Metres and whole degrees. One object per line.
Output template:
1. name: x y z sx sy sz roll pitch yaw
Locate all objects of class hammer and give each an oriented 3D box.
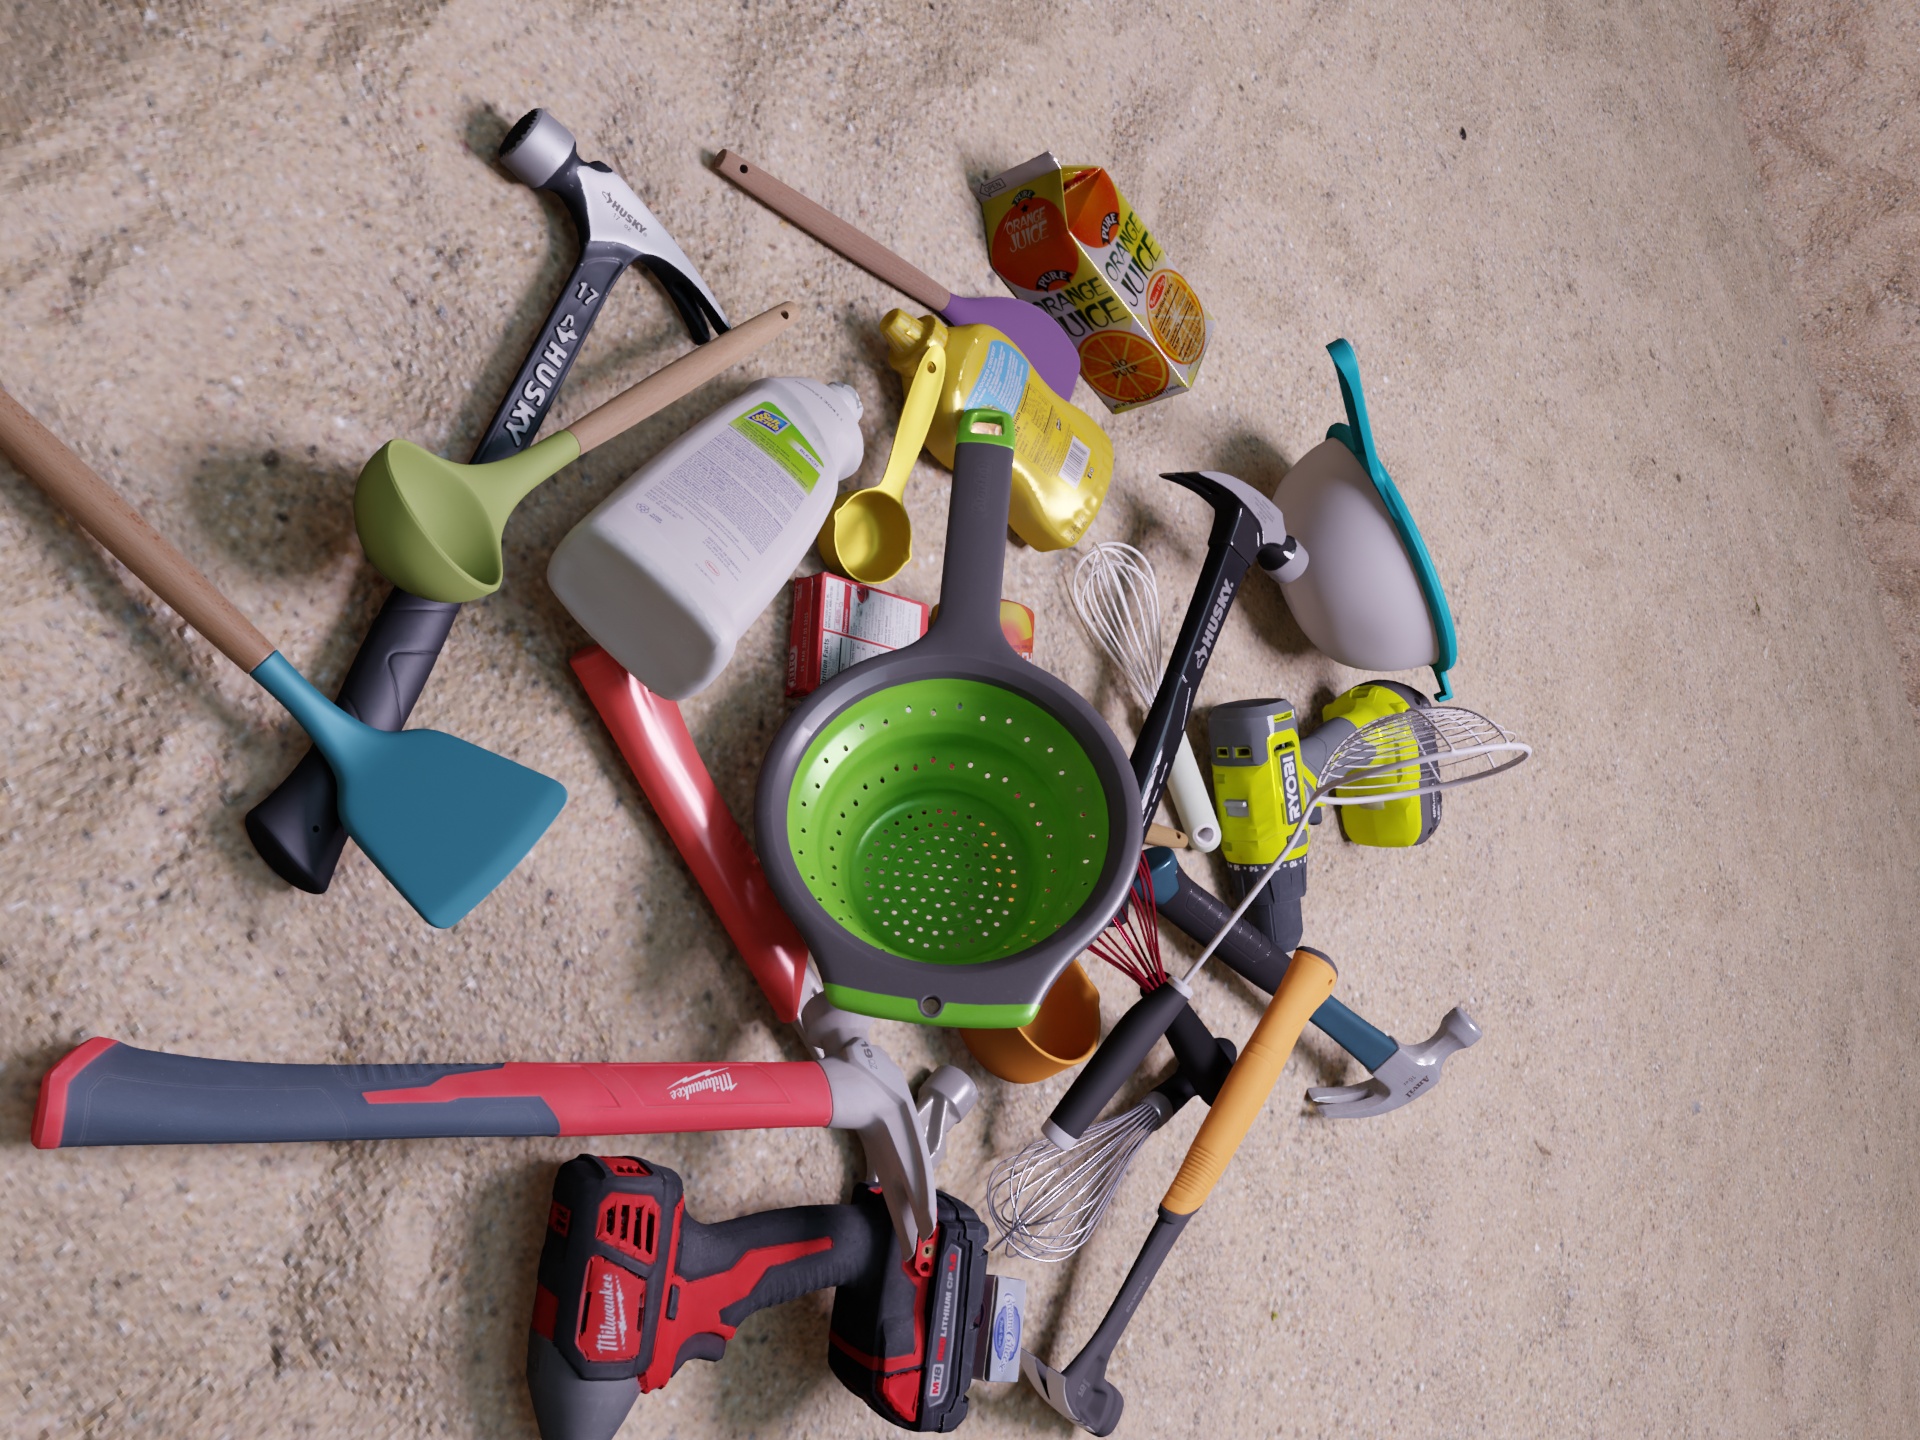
1. hammer: -0.113 0.119 0.857 0.149 0.037 0.359 -43 113 -41
2. hammer: 0.142 -0.015 1.079 0.146 0.035 0.335 37 68 -39
3. hammer: -0.188 0.181 0.703 0.386 0.038 0.143 8 41 -34
4. hammer: 0.238 0.189 1.162 0.330 0.128 0.033 38 13 -25
5. hammer: 0.149 0.284 1.010 0.337 0.034 0.127 -55 144 -20
6. hammer: -0.233 -0.105 0.778 0.149 0.036 0.409 38 58 -35

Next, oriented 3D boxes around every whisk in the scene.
1. whisk: 0.138 -0.014 1.129 0.058 0.059 0.246 -22 107 -1
2. whisk: 0.110 0.270 1.041 0.284 0.070 0.070 -22 99 -49
3. whisk: 0.117 0.155 1.008 0.295 0.073 0.073 58 48 -31

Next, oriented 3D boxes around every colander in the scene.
1. colander: -0.001 -0.003 0.909 0.204 0.094 0.397 6 60 -1

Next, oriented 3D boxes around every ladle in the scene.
1. ladle: 0.054 0.058 1.041 0.315 0.031 0.069 16 54 -45
2. ladle: -0.169 -0.152 0.788 0.078 0.062 0.320 58 45 -14

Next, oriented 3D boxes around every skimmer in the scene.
1. skimmer: 0.193 0.132 0.956 0.363 0.090 0.127 -51 163 -1

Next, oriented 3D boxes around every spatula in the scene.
1. spatula: -0.305 -0.046 0.657 0.317 0.044 0.082 47 63 -16
2. spatula: -0.029 -0.284 1.025 0.315 0.018 0.060 21 84 -41

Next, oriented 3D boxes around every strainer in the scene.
1. strainer: 0.276 -0.149 1.189 0.340 0.095 0.211 55 12 -54

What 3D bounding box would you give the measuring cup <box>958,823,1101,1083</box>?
1. measuring cup: 0.024 0.142 0.989 0.095 0.052 0.174 8 52 -46

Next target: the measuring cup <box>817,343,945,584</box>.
1. measuring cup: -0.044 -0.156 0.960 0.062 0.029 0.156 28 75 -38

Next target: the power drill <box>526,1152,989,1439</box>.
1. power drill: -0.102 0.293 0.784 0.219 0.078 0.143 12 81 -29

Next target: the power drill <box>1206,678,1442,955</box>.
1. power drill: 0.281 0.066 1.234 0.228 0.080 0.190 -14 99 -43
